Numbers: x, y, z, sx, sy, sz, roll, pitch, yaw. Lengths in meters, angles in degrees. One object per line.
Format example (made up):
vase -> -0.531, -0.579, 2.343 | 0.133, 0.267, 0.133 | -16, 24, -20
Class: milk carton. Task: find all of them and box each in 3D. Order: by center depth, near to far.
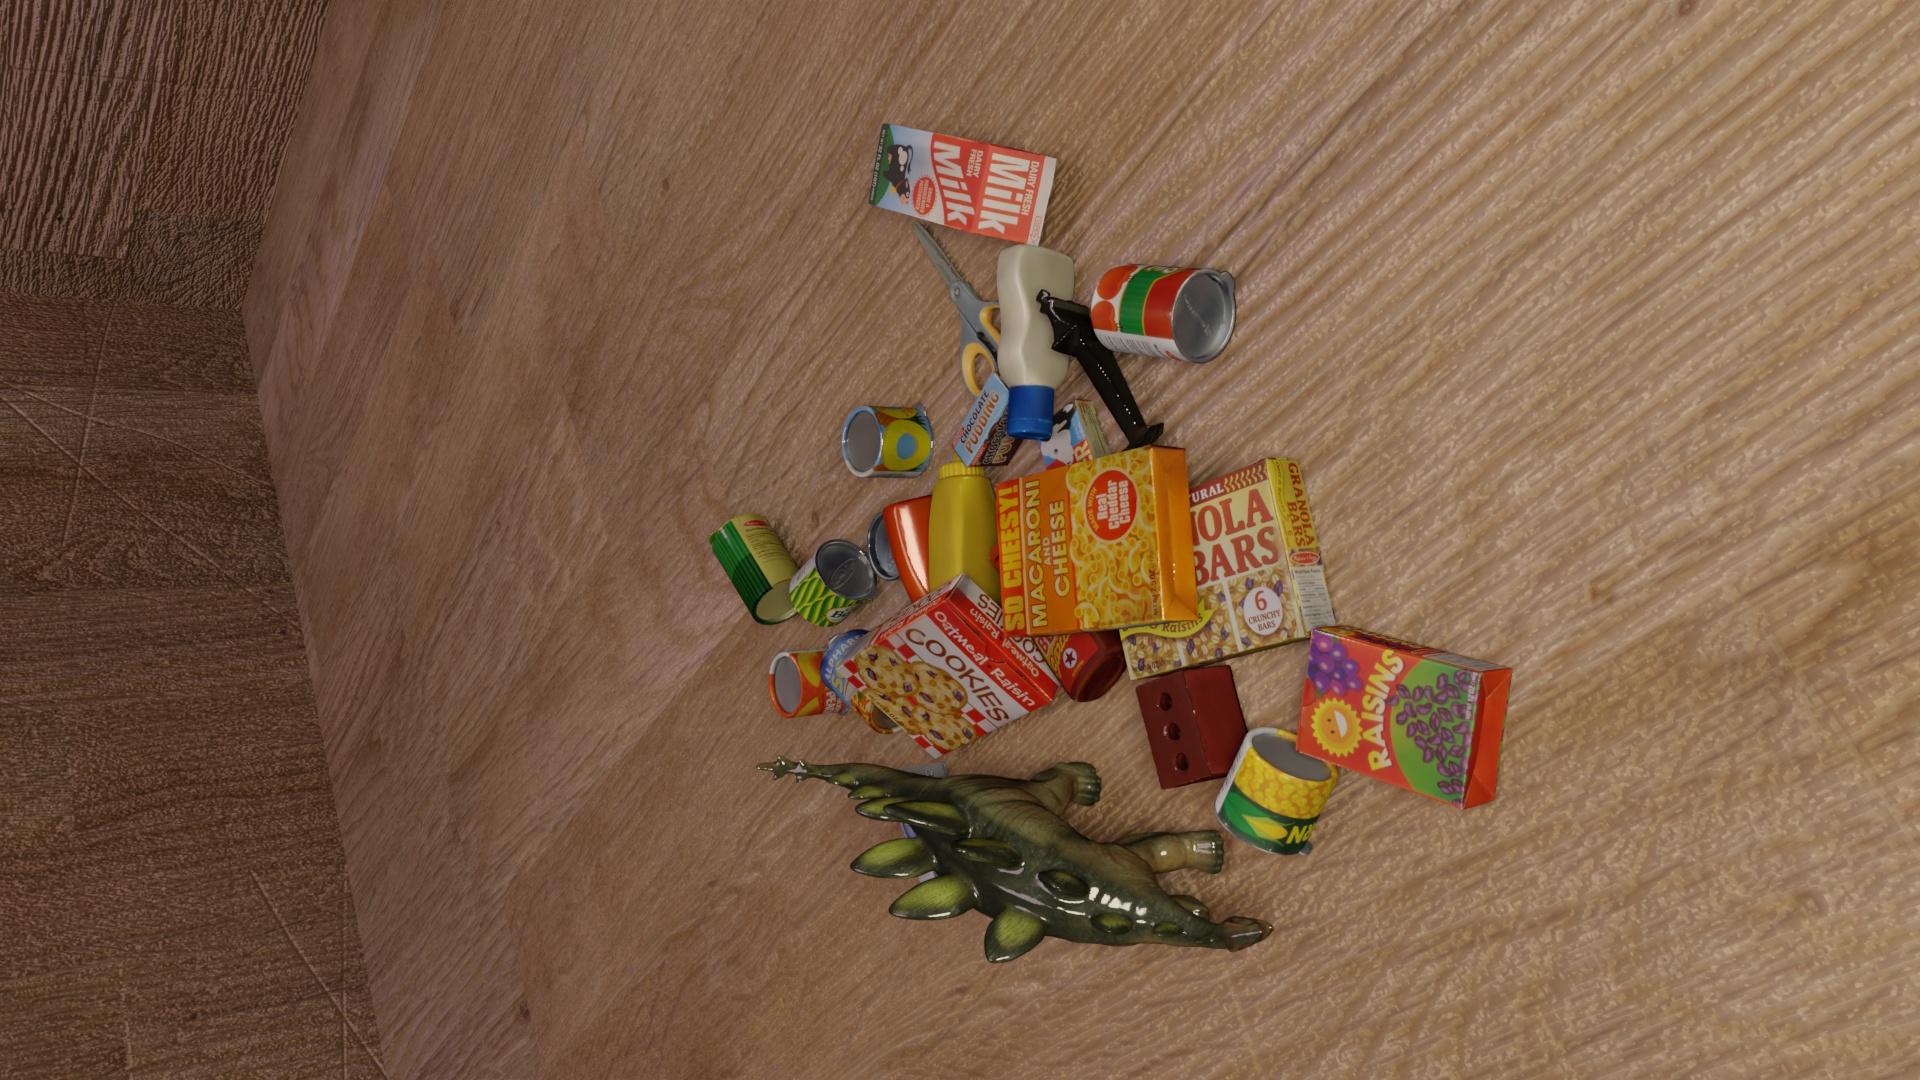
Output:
milk carton -> 0.010, -0.295, 1.154 | 0.191, 0.073, 0.072 | 28, 112, 46

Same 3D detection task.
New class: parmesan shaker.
parmesan shaker -> -0.208, 0.030, 1.428 | 0.103, 0.071, 0.071 | 53, 129, 35

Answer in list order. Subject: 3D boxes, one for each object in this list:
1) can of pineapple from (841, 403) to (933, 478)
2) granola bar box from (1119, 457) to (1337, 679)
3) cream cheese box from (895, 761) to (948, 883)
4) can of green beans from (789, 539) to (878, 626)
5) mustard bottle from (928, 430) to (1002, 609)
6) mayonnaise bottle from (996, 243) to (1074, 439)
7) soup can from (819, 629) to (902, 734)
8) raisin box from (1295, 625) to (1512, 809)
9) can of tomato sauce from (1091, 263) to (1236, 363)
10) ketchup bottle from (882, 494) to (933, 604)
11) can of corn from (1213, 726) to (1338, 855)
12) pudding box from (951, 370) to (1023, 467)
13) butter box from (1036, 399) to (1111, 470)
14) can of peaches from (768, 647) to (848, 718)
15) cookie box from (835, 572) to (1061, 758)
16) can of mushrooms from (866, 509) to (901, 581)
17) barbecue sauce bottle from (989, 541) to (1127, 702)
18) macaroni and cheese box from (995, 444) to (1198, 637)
can of pineapple -> -0.067, -0.091, 1.265 | 0.071, 0.058, 0.071 | 2, 92, 51
granola bar box -> 0.177, 0.024, 0.987 | 0.165, 0.039, 0.124 | -23, 73, 48
cream cheese box -> -0.024, 0.249, 1.227 | 0.024, 0.053, 0.104 | -44, 59, 45
can of green beans -> -0.123, 0.042, 1.330 | 0.057, 0.071, 0.071 | -44, 58, 42
mustard bottle -> 0.004, -0.015, 1.181 | 0.048, 0.065, 0.160 | -14, 75, 46
mayonnaise bottle -> 0.057, -0.155, 1.097 | 0.041, 0.065, 0.148 | -5, 80, 52
soup can -> -0.081, 0.128, 1.279 | 0.084, 0.071, 0.071 | 35, 117, 44
raisin box -> 0.275, 0.108, 0.872 | 0.123, 0.040, 0.086 | 15, 104, 50
can of tomato sauce -> 0.146, -0.166, 1.000 | 0.083, 0.071, 0.071 | 18, 105, 49
ketchup bottle -> -0.021, 0.035, 1.213 | 0.043, 0.065, 0.149 | -20, 84, 62
can of corn -> 0.213, 0.168, 0.928 | 0.071, 0.071, 0.058 | 40, 121, 42
pudding box -> 0.033, -0.101, 1.150 | 0.030, 0.050, 0.083 | 56, 130, 31
butter box -> 0.096, -0.054, 1.095 | 0.053, 0.024, 0.104 | -37, 64, 44
can of peaches -> -0.148, 0.142, 1.370 | 0.071, 0.058, 0.071 | 1, 92, 51
cookie box -> -0.010, 0.109, 1.162 | 0.123, 0.040, 0.166 | 44, 137, -12
can of mushrooms -> -0.052, 0.005, 1.270 | 0.071, 0.033, 0.071 | 1, 91, 50
barbecue sauce bottle -> 0.075, 0.056, 1.109 | 0.149, 0.044, 0.064 | 54, 129, 35
macaroni and cheese box -> 0.097, 0.006, 1.021 | 0.166, 0.040, 0.124 | -12, 78, 50
